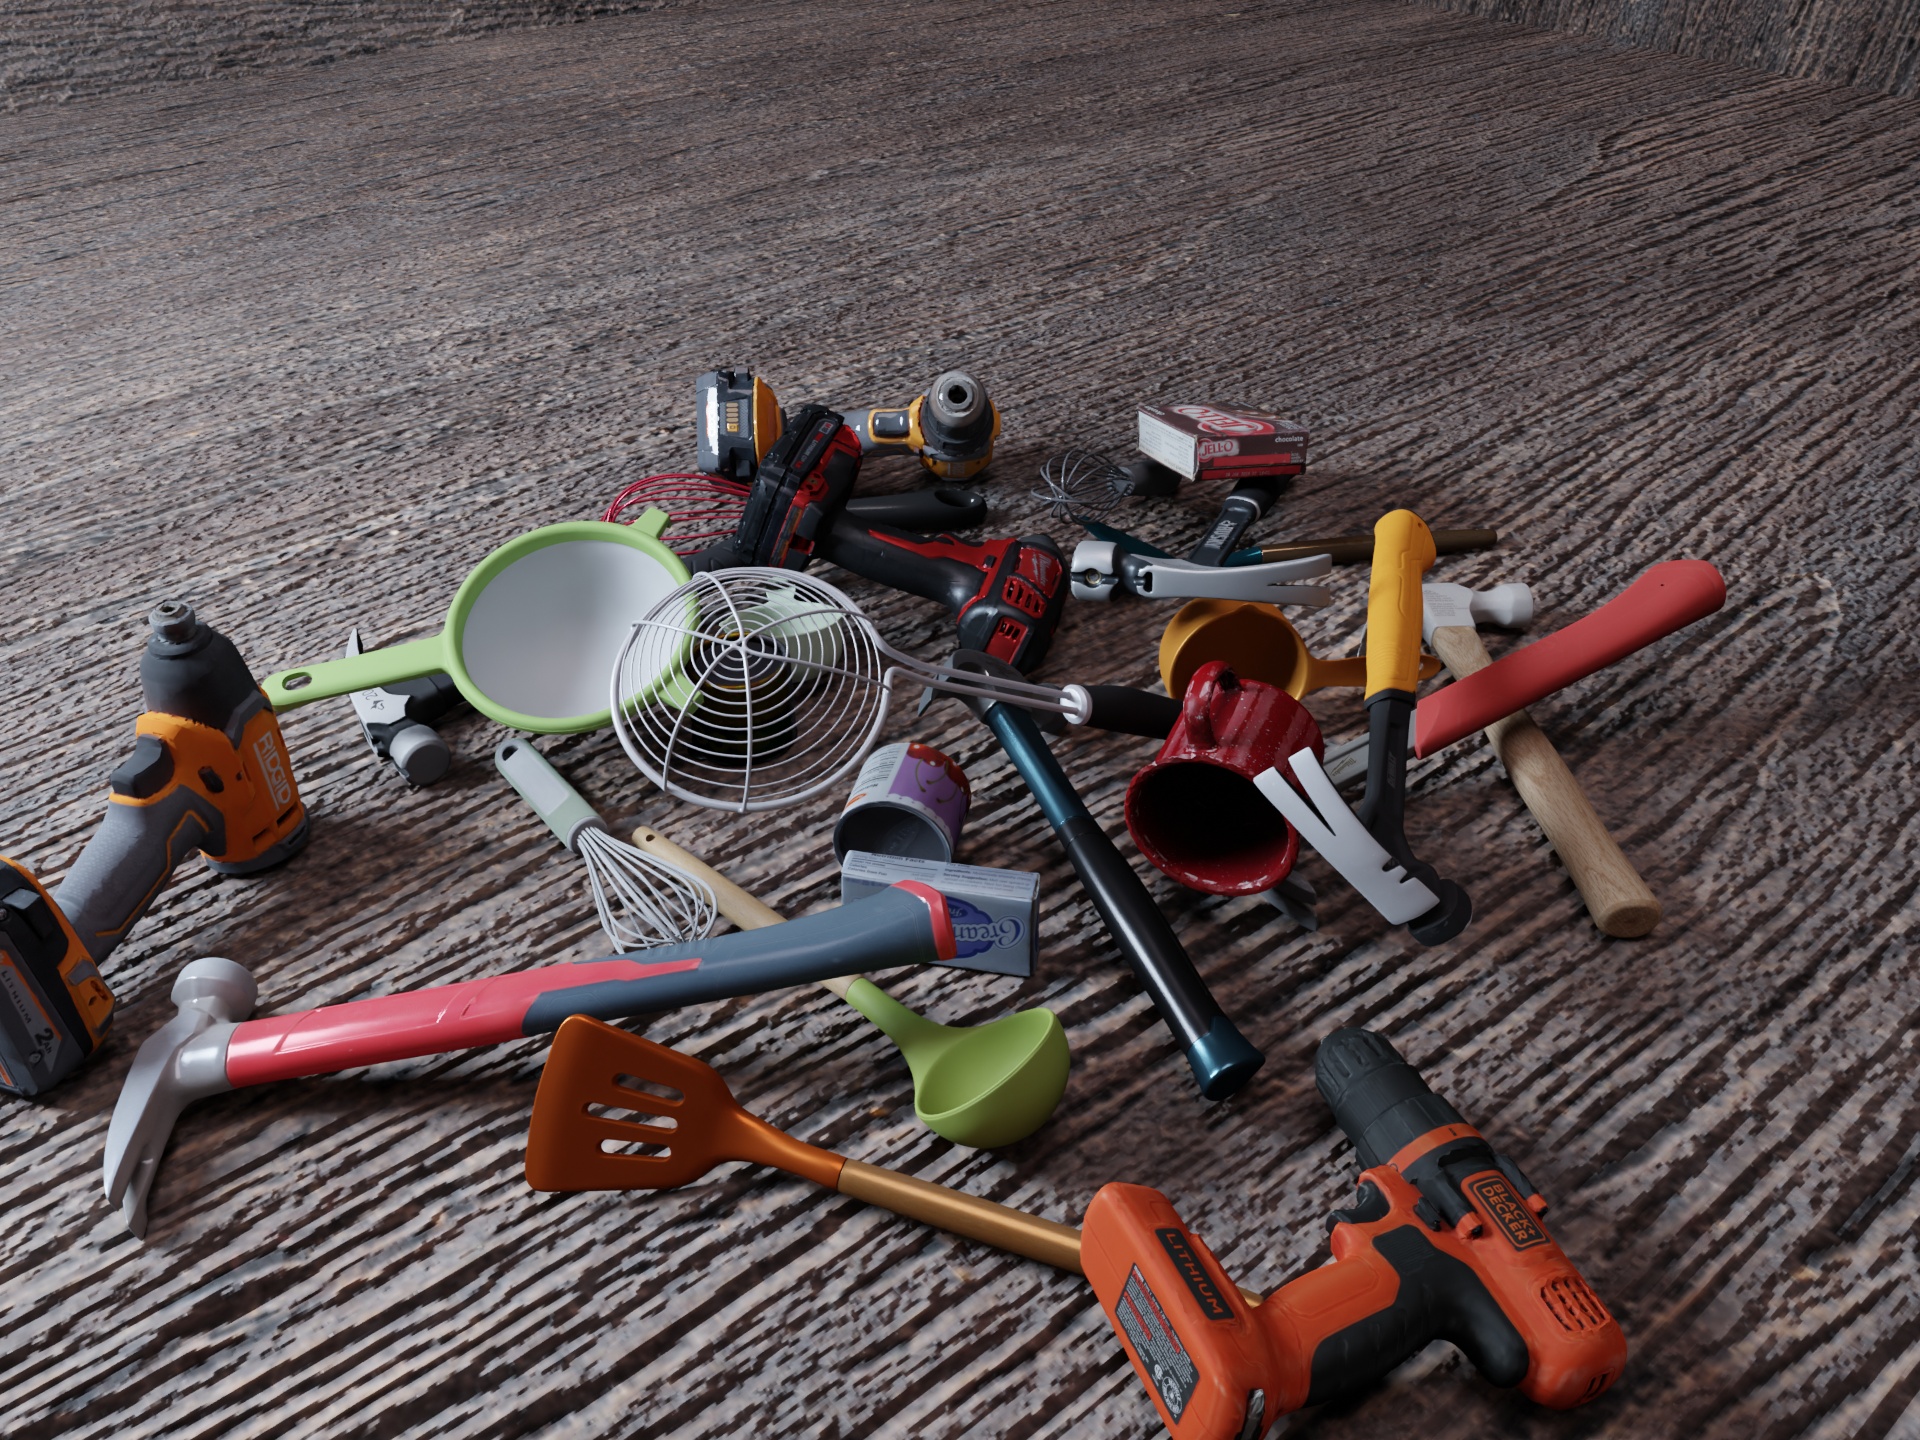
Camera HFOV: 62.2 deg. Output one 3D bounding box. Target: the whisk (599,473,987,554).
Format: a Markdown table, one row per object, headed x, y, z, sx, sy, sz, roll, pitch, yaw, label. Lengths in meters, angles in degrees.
| x | y | z | sx | sy | sz | roll | pitch | yaw | label |
| --- | --- | --- | --- | --- | --- | --- | --- | --- | --- |
| -0.120 | -0.152 | 1.183 | 0.295 | 0.073 | 0.073 | -6 | 35 | -18 | whisk |

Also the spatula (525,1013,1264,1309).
| x | y | z | sx | sy | sz | roll | pitch | yaw | label |
| --- | --- | --- | --- | --- | --- | --- | --- | --- | --- |
| -0.030 | 0.205 | 0.683 | 0.322 | 0.081 | 0.041 | 14 | 0 | 13 | spatula |

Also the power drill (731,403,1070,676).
| x | y | z | sx | sy | sz | roll | pitch | yaw | label |
| --- | --- | --- | --- | --- | --- | --- | --- | --- | --- |
| -0.029 | -0.121 | 1.076 | 0.219 | 0.078 | 0.143 | 26 | 37 | -2 | power drill |

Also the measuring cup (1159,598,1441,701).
| x | y | z | sx | sy | sz | roll | pitch | yaw | label |
| --- | --- | --- | --- | --- | --- | --- | --- | --- | --- |
| 0.209 | -0.039 | 0.994 | 0.173 | 0.095 | 0.052 | -2 | 26 | -7 | measuring cup |

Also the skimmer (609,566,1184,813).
| x | y | z | sx | sy | sz | roll | pitch | yaw | label |
| --- | --- | --- | --- | --- | --- | --- | --- | --- | --- |
| -0.001 | -0.003 | 0.821 | 0.363 | 0.090 | 0.127 | 9 | 55 | -43 | skimmer |

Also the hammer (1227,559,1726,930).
| x | y | z | sx | sy | sz | roll | pitch | yaw | label |
| --- | --- | --- | --- | --- | --- | --- | --- | --- | --- |
| 0.305 | -0.005 | 0.930 | 0.359 | 0.036 | 0.149 | -25 | 40 | -13 | hammer |

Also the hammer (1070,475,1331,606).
| x | y | z | sx | sy | sz | roll | pitch | yaw | label |
| --- | --- | --- | --- | --- | --- | --- | --- | --- | --- |
| 0.196 | -0.142 | 1.096 | 0.149 | 0.036 | 0.409 | 6 | 20 | 17 | hammer |

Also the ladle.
| x | y | z | sx | sy | sz | roll | pitch | yaw | label |
| --- | --- | --- | --- | --- | --- | --- | --- | --- | --- |
| -0.072 | 0.116 | 0.803 | 0.320 | 0.062 | 0.078 | 28 | 54 | 37 | ladle |

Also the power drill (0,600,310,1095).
| x | y | z | sx | sy | sz | roll | pitch | yaw | label |
| --- | --- | --- | --- | --- | --- | --- | --- | --- | --- |
| -0.429 | 0.054 | 0.801 | 0.084 | 0.164 | 0.227 | 11 | 39 | 14 | power drill |

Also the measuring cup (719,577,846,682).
| x | y | z | sx | sy | sz | roll | pitch | yaw | label |
| --- | --- | --- | --- | --- | --- | --- | --- | --- | --- |
| -0.120 | -0.064 | 1.083 | 0.083 | 0.038 | 0.168 | -5 | 19 | -6 | measuring cup |

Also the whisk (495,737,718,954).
| x | y | z | sx | sy | sz | roll | pitch | yaw | label |
| --- | --- | --- | --- | --- | --- | --- | --- | --- | --- |
| -0.204 | 0.068 | 0.882 | 0.058 | 0.059 | 0.247 | -45 | 44 | -10 | whisk |

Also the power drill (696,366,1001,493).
| x | y | z | sx | sy | sz | roll | pitch | yaw | label |
| --- | --- | --- | --- | --- | --- | --- | --- | --- | --- |
| -0.082 | -0.222 | 1.199 | 0.226 | 0.084 | 0.185 | -1 | -1 | -1 | power drill |

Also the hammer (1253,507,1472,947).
| x | y | z | sx | sy | sz | roll | pitch | yaw | label |
| --- | --- | --- | --- | --- | --- | --- | --- | --- | --- |
| 0.234 | -0.029 | 0.883 | 0.127 | 0.034 | 0.337 | 42 | 37 | -15 | hammer |

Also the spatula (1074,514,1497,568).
| x | y | z | sx | sy | sz | roll | pitch | yaw | label |
| --- | --- | --- | --- | --- | --- | --- | --- | --- | --- |
| 0.243 | -0.132 | 1.159 | 0.317 | 0.044 | 0.082 | -5 | 21 | -9 | spatula |

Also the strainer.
| x | y | z | sx | sy | sz | roll | pitch | yaw | label |
| --- | --- | --- | --- | --- | --- | --- | --- | --- | --- |
| -0.279 | -0.031 | 0.955 | 0.256 | 0.069 | 0.152 | -13 | 59 | -5 | strainer |

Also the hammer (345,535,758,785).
| x | y | z | sx | sy | sz | roll | pitch | yaw | label |
| --- | --- | --- | --- | --- | --- | --- | --- | --- | --- |
| -0.245 | -0.070 | 1.065 | 0.335 | 0.035 | 0.146 | -28 | 44 | -27 | hammer |

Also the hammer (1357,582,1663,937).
| x | y | z | sx | sy | sz | roll | pitch | yaw | label |
| --- | --- | --- | --- | --- | --- | --- | --- | --- | --- |
| 0.336 | 0.010 | 0.969 | 0.130 | 0.031 | 0.332 | -3 | 36 | -4 | hammer |

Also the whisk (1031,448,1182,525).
| x | y | z | sx | sy | sz | roll | pitch | yaw | label |
| --- | --- | --- | --- | --- | --- | --- | --- | --- | --- |
| 0.116 | -0.175 | 1.176 | 0.055 | 0.055 | 0.239 | 17 | 18 | 23 | whisk |

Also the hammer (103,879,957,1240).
| x | y | z | sx | sy | sz | roll | pitch | yaw | label |
| --- | --- | --- | --- | --- | --- | --- | --- | --- | --- |
| -0.192 | 0.141 | 0.737 | 0.386 | 0.038 | 0.143 | -10 | 37 | 1 | hammer |

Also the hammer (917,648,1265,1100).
| x | y | z | sx | sy | sz | roll | pitch | yaw | label |
| --- | --- | --- | --- | --- | --- | --- | --- | --- | --- |
| 0.070 | 0.069 | 0.854 | 0.128 | 0.033 | 0.331 | 21 | 26 | -39 | hammer |
